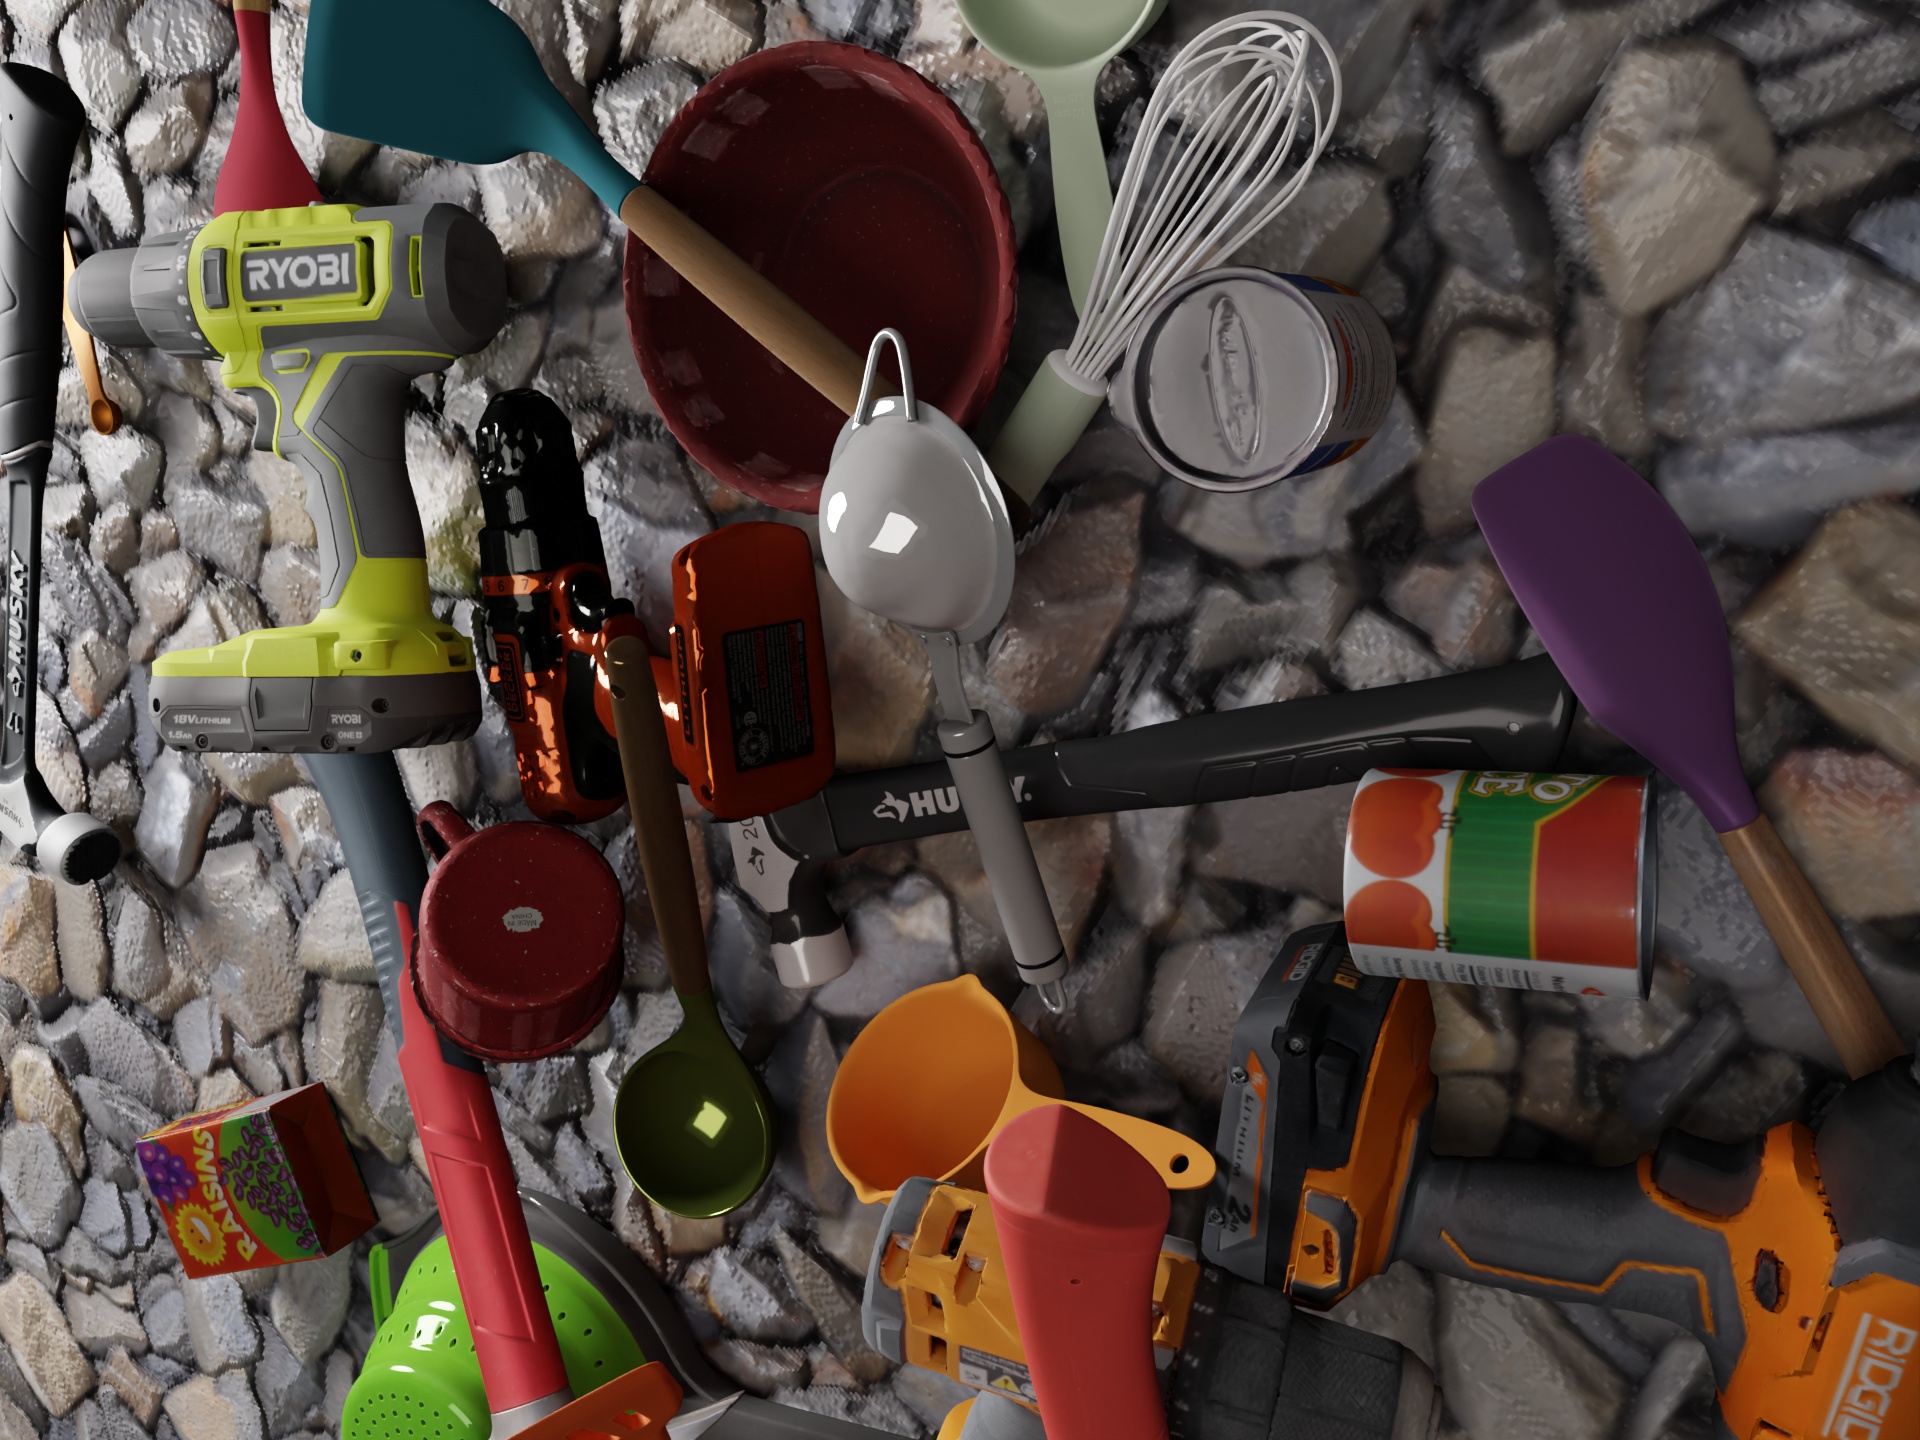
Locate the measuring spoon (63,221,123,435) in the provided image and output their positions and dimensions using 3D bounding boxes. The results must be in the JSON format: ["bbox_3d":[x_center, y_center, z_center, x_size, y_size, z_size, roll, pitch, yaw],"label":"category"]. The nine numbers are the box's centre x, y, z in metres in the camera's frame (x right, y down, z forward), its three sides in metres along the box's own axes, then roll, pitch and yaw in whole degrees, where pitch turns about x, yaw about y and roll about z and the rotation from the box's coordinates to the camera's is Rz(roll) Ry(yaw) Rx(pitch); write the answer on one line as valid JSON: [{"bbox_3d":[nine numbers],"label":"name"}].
[{"bbox_3d":[-0.441,-0.201,0.803,0.021,0.011,0.117,-11,93,34],"label":"measuring spoon"}]

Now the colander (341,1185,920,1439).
[{"bbox_3d":[-0.156,0.343,0.736,0.397,0.094,0.204,2,103,27],"label":"colander"}]

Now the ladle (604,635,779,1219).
[{"bbox_3d":[-0.112,0.093,0.602,0.078,0.062,0.319,22,141,18],"label":"ladle"}]

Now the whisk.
[{"bbox_3d":[0.045,-0.125,0.544,0.059,0.058,0.246,18,128,-22],"label":"whisk"}]

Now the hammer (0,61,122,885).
[{"bbox_3d":[-0.482,-0.121,0.818,0.149,0.036,0.408,25,114,24],"label":"hammer"}]

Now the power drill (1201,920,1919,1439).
[{"bbox_3d":[0.201,0.141,0.503,0.226,0.084,0.164,15,117,23],"label":"power drill"}]

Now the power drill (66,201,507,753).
[{"bbox_3d":[-0.290,-0.103,0.682,0.190,0.080,0.228,0,94,13],"label":"power drill"}]

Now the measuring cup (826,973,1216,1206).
[{"bbox_3d":[0.029,0.155,0.590,0.174,0.095,0.052,5,148,41],"label":"measuring cup"}]

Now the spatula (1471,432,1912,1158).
[{"bbox_3d":[0.257,0.052,0.495,0.060,0.018,0.316,-30,90,-6],"label":"spatula"}]

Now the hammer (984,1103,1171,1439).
[{"bbox_3d":[0.045,0.257,0.500,0.149,0.037,0.358,-3,124,15],"label":"hammer"}]

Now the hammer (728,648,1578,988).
[{"bbox_3d":[0.053,0.014,0.586,0.335,0.035,0.146,-10,98,28],"label":"hammer"}]

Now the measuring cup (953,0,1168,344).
[{"bbox_3d":[0.043,-0.215,0.542,0.083,0.038,0.167,3,120,25],"label":"measuring cup"}]

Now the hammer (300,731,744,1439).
[{"bbox_3d":[-0.220,0.150,0.718,0.143,0.038,0.386,-20,78,2],"label":"hammer"}]

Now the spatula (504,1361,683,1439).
[{"bbox_3d":[-0.096,0.347,0.654,0.081,0.041,0.322,-28,126,-5],"label":"spatula"}]

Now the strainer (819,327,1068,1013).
[{"bbox_3d":[-0.001,-0.002,0.545,0.087,0.050,0.258,8,125,46],"label":"strainer"}]

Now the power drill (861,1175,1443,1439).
[{"bbox_3d":[0.062,0.262,0.569,0.185,0.084,0.226,11,131,14],"label":"power drill"}]

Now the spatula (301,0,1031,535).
[{"bbox_3d":[-0.103,-0.162,0.553,0.317,0.044,0.082,40,129,12],"label":"spatula"}]

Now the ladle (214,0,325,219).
[{"bbox_3d":[-0.308,-0.336,0.693,0.069,0.031,0.315,7,104,23],"label":"ladle"}]
